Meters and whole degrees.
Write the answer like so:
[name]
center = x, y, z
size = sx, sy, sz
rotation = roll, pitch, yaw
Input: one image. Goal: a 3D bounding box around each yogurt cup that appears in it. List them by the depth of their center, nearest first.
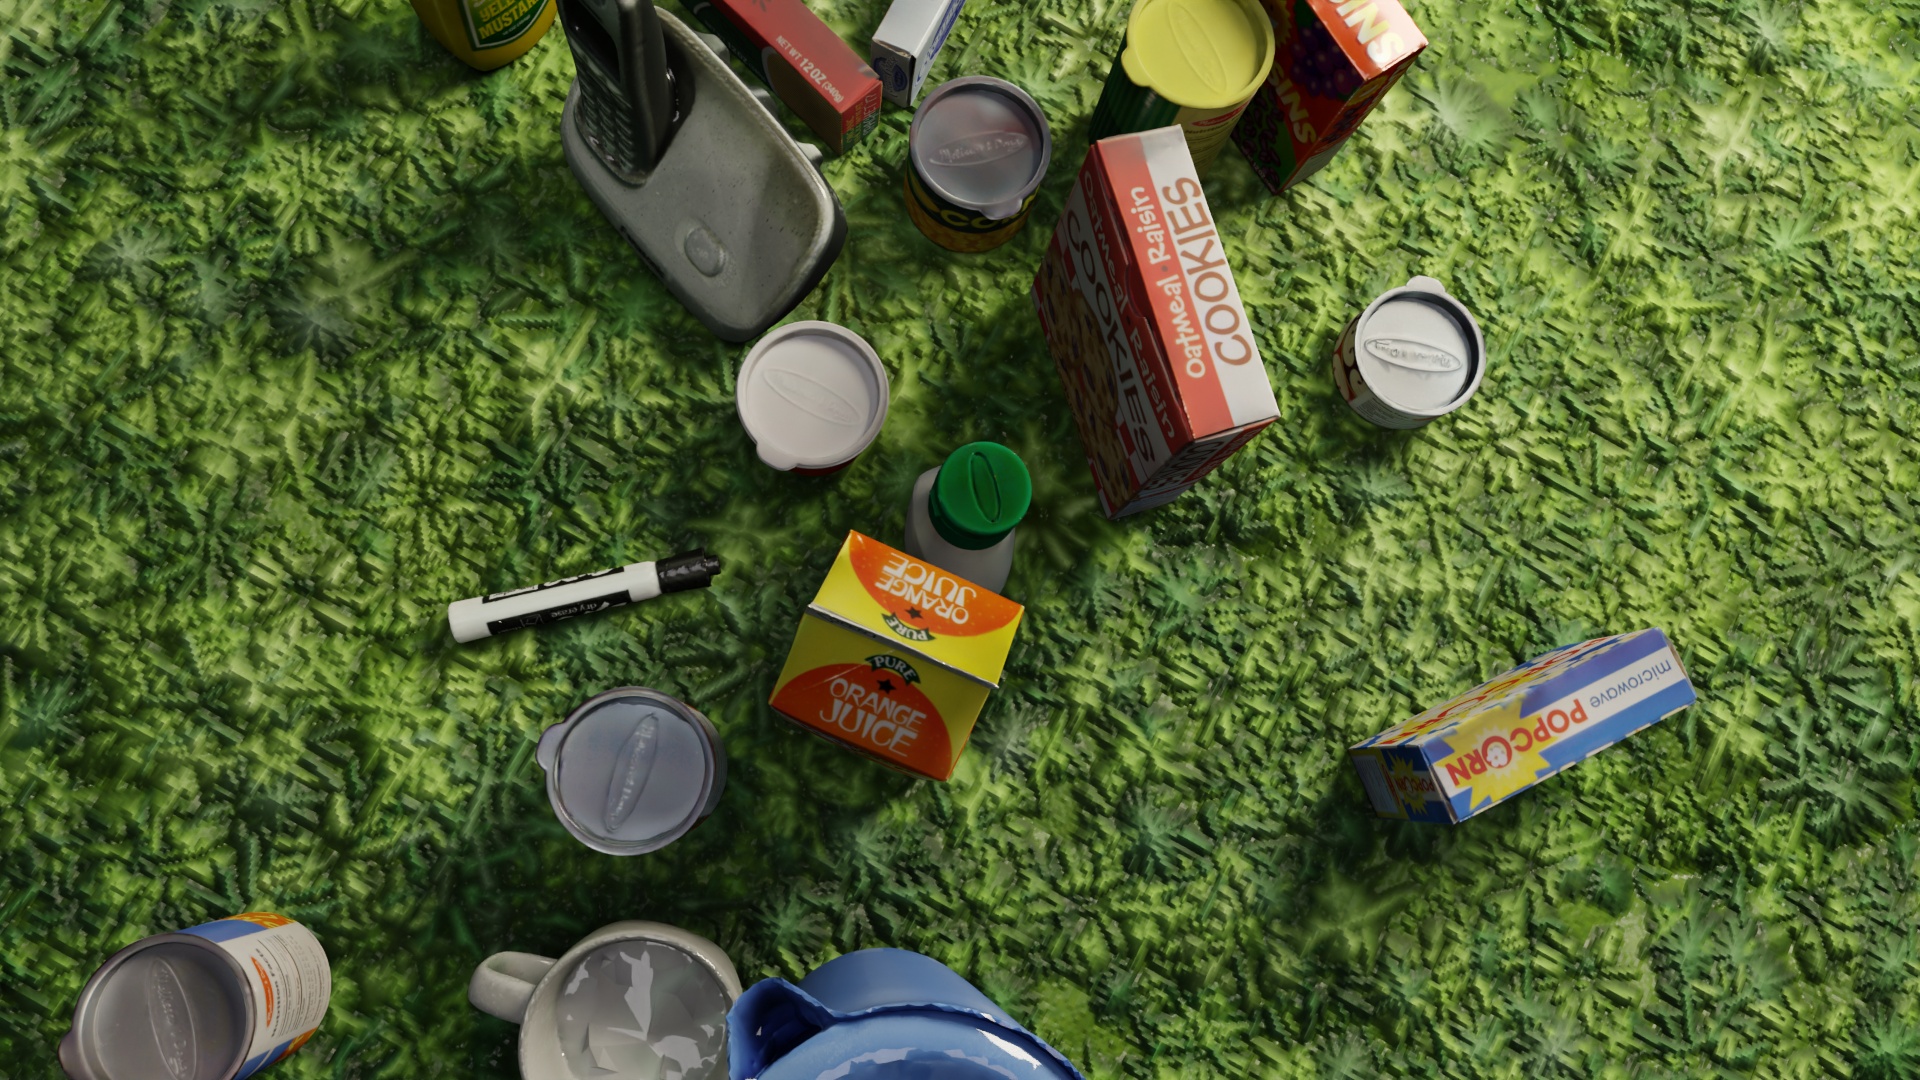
[yogurt cup]
center = -0.068, -0.061, 0.641
size = 0.072, 0.054, 0.072
rotation = 1, 80, -5

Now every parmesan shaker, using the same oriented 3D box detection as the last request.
[parmesan shaker]
center = 0.098, -0.211, 0.658
size = 0.071, 0.103, 0.071
rotation = 1, 81, -5

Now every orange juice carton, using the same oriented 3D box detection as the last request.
[orange juice carton]
center = -0.027, 0.050, 0.554
size = 0.072, 0.192, 0.073
rotation = 25, 79, -1

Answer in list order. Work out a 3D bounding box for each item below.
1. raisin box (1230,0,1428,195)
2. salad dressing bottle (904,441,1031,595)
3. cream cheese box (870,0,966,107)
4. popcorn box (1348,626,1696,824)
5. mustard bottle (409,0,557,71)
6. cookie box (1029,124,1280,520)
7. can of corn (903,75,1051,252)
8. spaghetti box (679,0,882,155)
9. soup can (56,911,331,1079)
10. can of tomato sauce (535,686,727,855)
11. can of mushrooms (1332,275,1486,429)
[raisin box]
center = 0.159, -0.229, 0.656
size = 0.040, 0.123, 0.086
rotation = -32, 85, -9
[salad dressing bottle]
center = 0.002, -0.007, 0.590
size = 0.044, 0.147, 0.064
rotation = -13, 82, -7
[cream cheese box]
center = -0.012, -0.270, 0.683
size = 0.024, 0.053, 0.104
rotation = 26, 79, -1
[popcorn box]
center = 0.251, 0.084, 0.630
size = 0.127, 0.085, 0.038
rotation = -24, 84, -9
[mustard bottle]
center = -0.220, -0.268, 0.608
size = 0.065, 0.160, 0.049
rotation = -43, 87, -10
[cookie box]
center = 0.076, -0.085, 0.601
size = 0.040, 0.167, 0.123
rotation = -17, 82, -8
[can of corn]
center = 0.007, -0.176, 0.666
size = 0.071, 0.058, 0.071
rotation = 1, 80, -5
[spaghetti box]
center = -0.135, -0.290, 0.676
size = 0.250, 0.050, 0.029
rotation = 45, 80, 3
[soup can]
center = -0.304, 0.188, 0.559
size = 0.071, 0.083, 0.071
rotation = 1, 80, -5
[can of tomato sauce]
center = -0.137, 0.098, 0.591
size = 0.071, 0.083, 0.071
rotation = 1, 80, -5
[can of mushrooms]
center = 0.220, -0.091, 0.684
size = 0.071, 0.033, 0.071
rotation = 1, 80, -5
